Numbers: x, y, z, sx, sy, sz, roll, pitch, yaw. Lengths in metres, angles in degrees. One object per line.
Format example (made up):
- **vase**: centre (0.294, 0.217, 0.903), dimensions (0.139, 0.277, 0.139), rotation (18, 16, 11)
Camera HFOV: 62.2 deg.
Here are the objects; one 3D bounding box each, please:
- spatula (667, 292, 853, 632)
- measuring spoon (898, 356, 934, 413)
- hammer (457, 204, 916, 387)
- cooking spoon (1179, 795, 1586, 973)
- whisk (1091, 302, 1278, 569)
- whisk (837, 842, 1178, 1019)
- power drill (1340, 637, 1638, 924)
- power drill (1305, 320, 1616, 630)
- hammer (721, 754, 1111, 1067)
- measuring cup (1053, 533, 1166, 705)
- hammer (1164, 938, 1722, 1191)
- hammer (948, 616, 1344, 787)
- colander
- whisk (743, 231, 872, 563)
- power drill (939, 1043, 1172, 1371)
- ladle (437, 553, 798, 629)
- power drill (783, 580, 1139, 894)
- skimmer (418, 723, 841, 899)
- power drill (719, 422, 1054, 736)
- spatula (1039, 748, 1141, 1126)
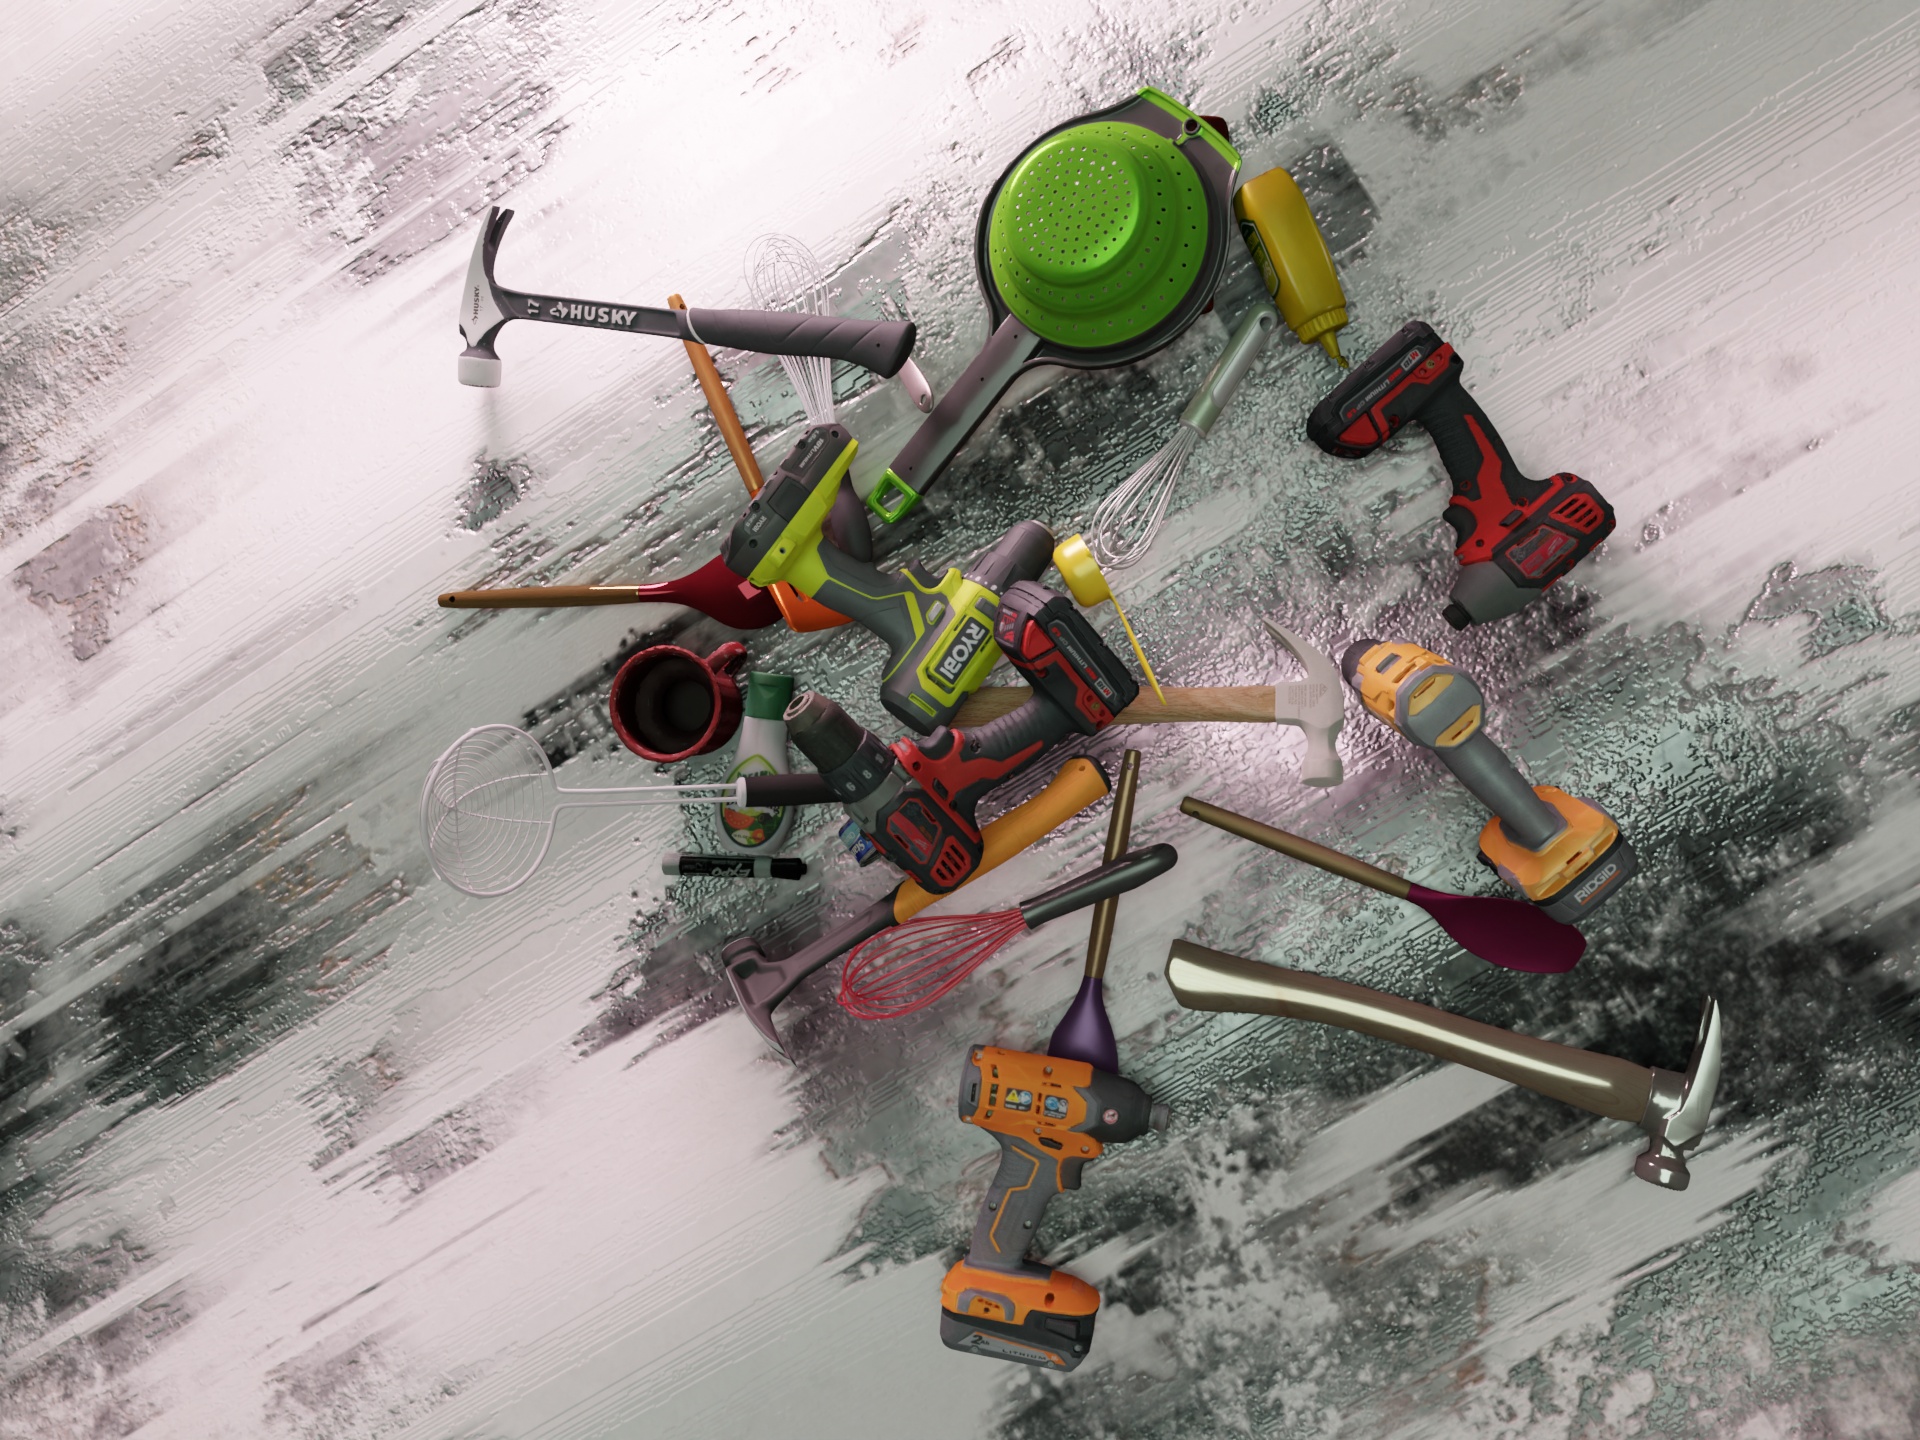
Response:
- **spatula**: centre (-0.172, -0.214, 1.307), dimensions (0.081, 0.041, 0.323), rotation (-18, 80, -35)
- **measuring spoon**: centre (-0.048, -0.280, 1.265), dimensions (0.034, 0.018, 0.124), rotation (-60, 37, 28)
- **hammer**: centre (-0.227, -0.324, 1.278), dimensions (0.409, 0.036, 0.149), rotation (10, 103, 18)
- **cooking spoon**: centre (0.321, 0.121, 1.228), dimensions (0.319, 0.017, 0.068), rotation (21, 131, 11)
- **whisk**: centre (0.178, -0.224, 1.252), dimensions (0.057, 0.059, 0.246), rotation (33, 90, -30)
- **whisk**: centre (0.033, 0.161, 1.250), dimensions (0.296, 0.073, 0.073), rotation (-24, 85, 9)
- **power drill**: centre (0.373, 0.029, 1.170), dimensions (0.084, 0.185, 0.226), rotation (-43, 102, 6)
- **power drill**: centre (0.371, -0.181, 1.207), dimensions (0.143, 0.078, 0.220), rotation (-42, 86, 6)
- **hammer**: centre (-0.024, 0.134, 1.237), dimensions (0.337, 0.034, 0.127), rotation (-33, 39, -5)
- **measuring cup**: centre (0.115, -0.074, 1.235), dimensions (0.029, 0.062, 0.157), rotation (-27, 71, 5)
- **hammer**: centre (0.361, 0.228, 1.216), dimensions (0.410, 0.038, 0.146), rotation (15, 89, 9)
- **hammer**: centre (0.132, -0.014, 1.251), dimensions (0.331, 0.031, 0.130), rotation (0, 73, 13)
- **colander**: centre (0.046, -0.317, 1.228), dimensions (0.204, 0.094, 0.397), rotation (43, 103, 14)
- **whisk**: centre (-0.115, -0.260, 1.295), dimensions (0.070, 0.070, 0.284), rotation (-15, 90, 8)
- **power drill**: centre (0.071, 0.375, 1.231), dimensions (0.164, 0.084, 0.226), rotation (7, 91, 9)
- **ladle**: centre (-0.292, -0.107, 1.335), dimensions (0.315, 0.031, 0.069), rotation (-1, 88, 11)
- **power drill**: centre (-0.002, -0.004, 1.175), dimensions (0.227, 0.080, 0.187), rotation (-44, 112, -4)
- **skimmer**: centre (-0.220, 0.062, 1.207), dimensions (0.363, 0.090, 0.127), rotation (-2, 96, -20)
- **power drill**: centre (-0.051, -0.125, 1.238), dimensions (0.228, 0.080, 0.190), rotation (37, 78, -10)
- **spatula**: centre (0.113, 0.179, 1.265), dimensions (0.060, 0.018, 0.316), rotation (9, 91, 9)
